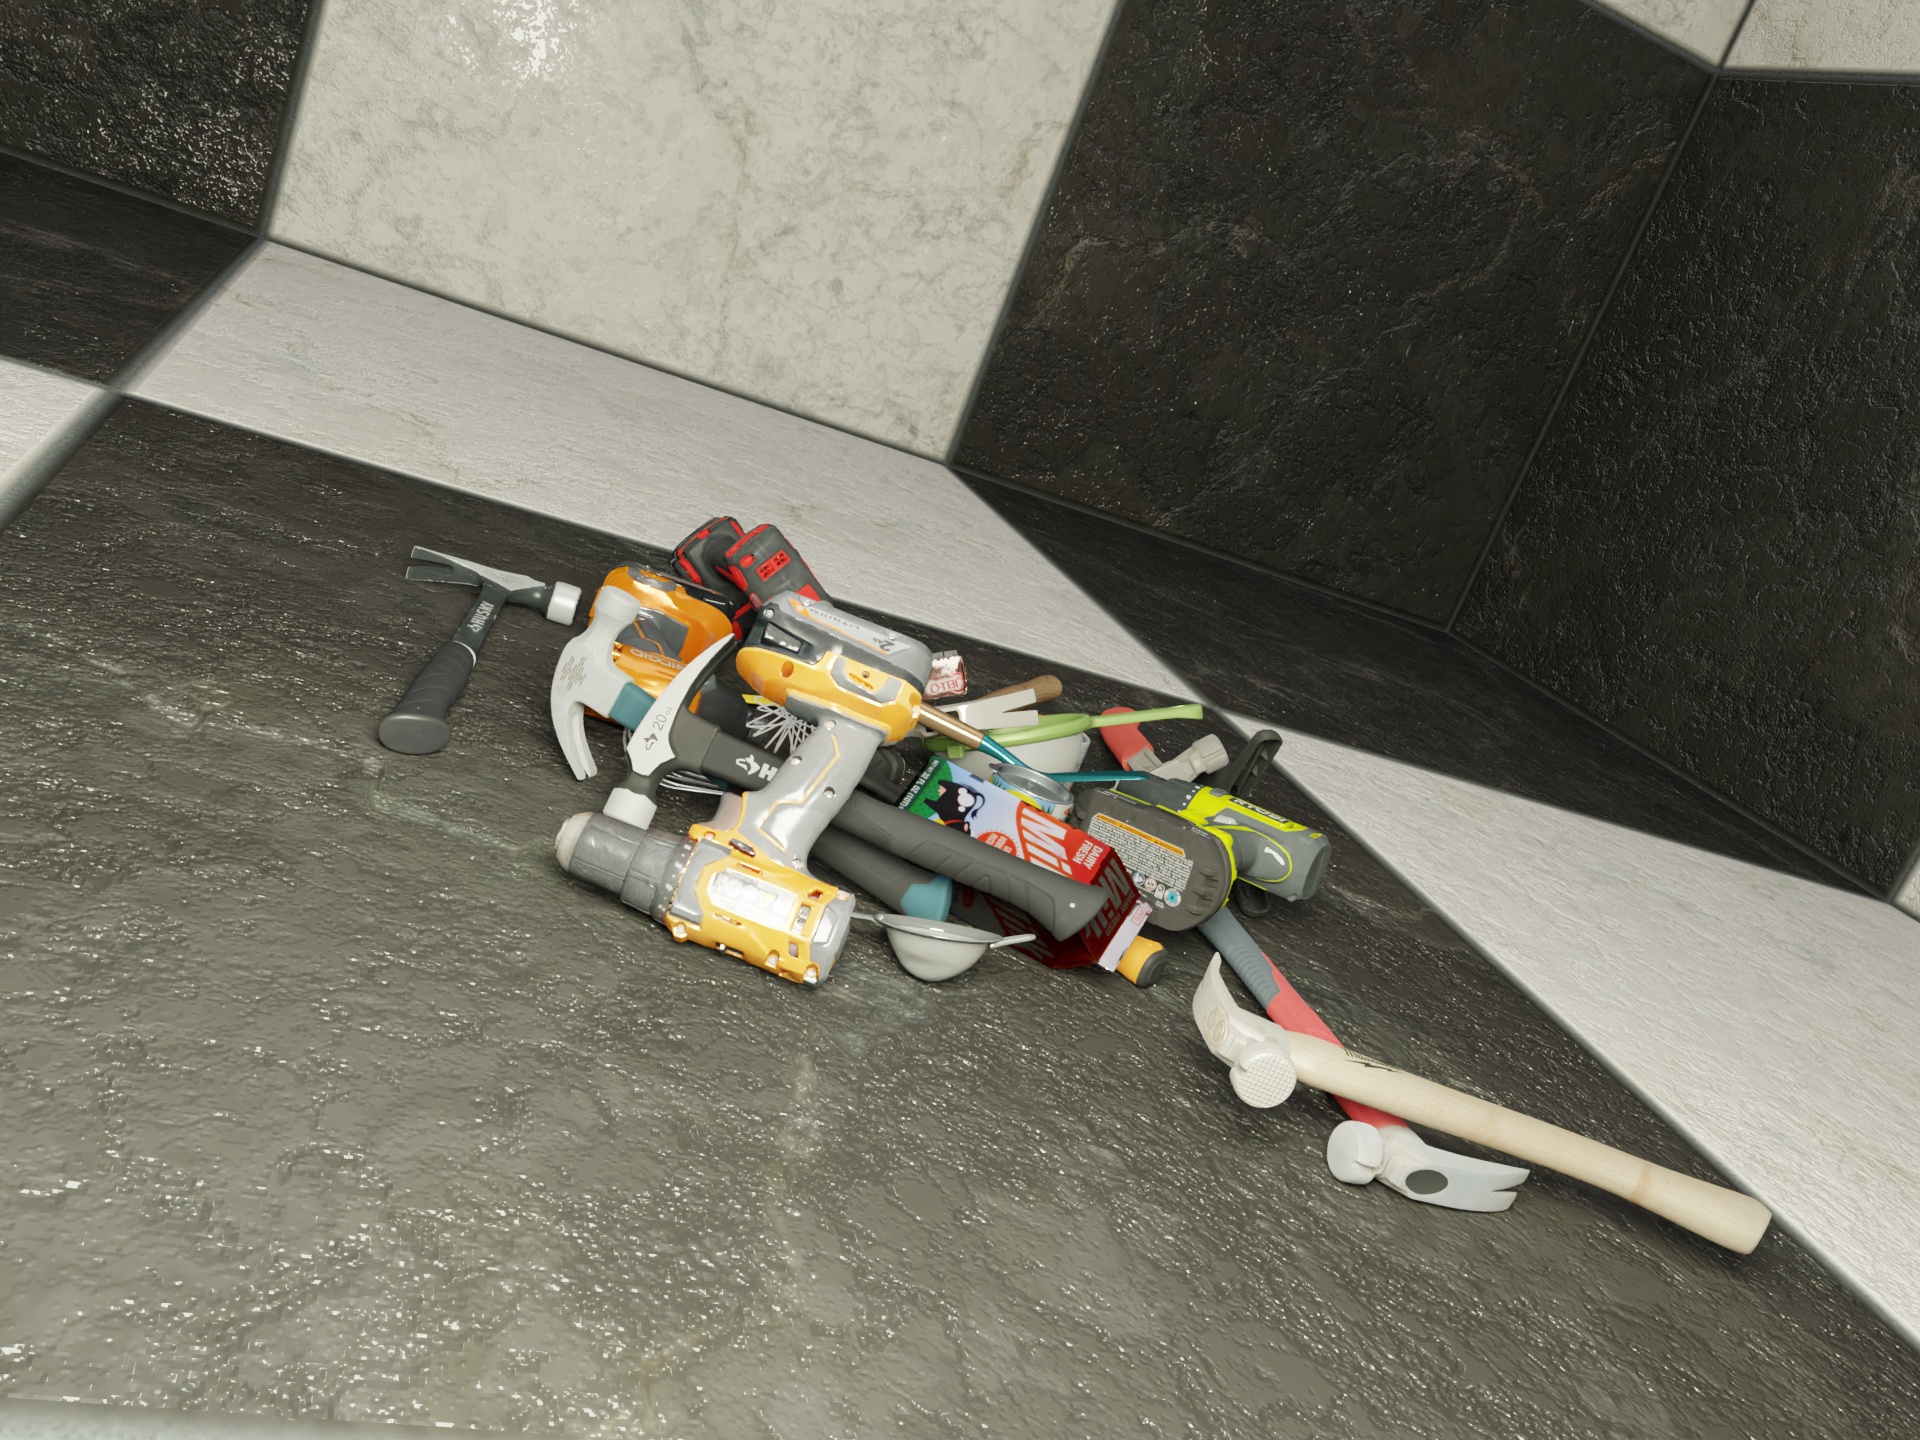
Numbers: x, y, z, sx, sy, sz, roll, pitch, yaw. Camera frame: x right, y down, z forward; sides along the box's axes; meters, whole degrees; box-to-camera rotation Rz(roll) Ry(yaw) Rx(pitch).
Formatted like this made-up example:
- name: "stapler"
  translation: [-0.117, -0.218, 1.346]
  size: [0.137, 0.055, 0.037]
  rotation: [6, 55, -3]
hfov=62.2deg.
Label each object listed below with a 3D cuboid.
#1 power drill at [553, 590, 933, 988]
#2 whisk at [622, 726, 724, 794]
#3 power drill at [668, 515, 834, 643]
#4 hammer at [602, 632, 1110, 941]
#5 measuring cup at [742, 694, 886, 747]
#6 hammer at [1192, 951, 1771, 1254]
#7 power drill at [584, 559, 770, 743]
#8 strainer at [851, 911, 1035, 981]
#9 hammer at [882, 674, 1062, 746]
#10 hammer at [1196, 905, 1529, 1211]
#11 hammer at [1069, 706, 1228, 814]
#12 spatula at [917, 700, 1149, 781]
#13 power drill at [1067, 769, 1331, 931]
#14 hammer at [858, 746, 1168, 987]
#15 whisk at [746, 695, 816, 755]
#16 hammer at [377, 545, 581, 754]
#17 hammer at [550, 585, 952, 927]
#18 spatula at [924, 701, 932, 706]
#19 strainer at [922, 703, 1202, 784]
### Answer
- name: "power drill"
  translation: [-0.131, 0.034, 0.998]
  size: [0.185, 0.226, 0.084]
  rotation: [21, -21, -1]
- name: "whisk"
  translation: [-0.136, 0.056, 1.188]
  size: [0.246, 0.059, 0.058]
  rotation: [24, 17, -8]
- name: "power drill"
  translation: [-0.183, -0.118, 1.477]
  size: [0.143, 0.078, 0.220]
  rotation: [55, -15, -23]
- name: "hammer"
  translation: [-0.058, 0.061, 1.070]
  size: [0.335, 0.146, 0.035]
  rotation: [23, -14, 2]
- name: "measuring cup"
  translation: [-0.134, 0.000, 1.425]
  size: [0.156, 0.029, 0.062]
  rotation: [8, 13, -3]
- name: "hammer"
  translation: [0.344, 0.259, 1.038]
  size: [0.410, 0.038, 0.146]
  rotation: [22, 14, -11]
- name: "power drill"
  translation: [-0.240, -0.048, 1.336]
  size: [0.164, 0.084, 0.227]
  rotation: [20, 20, -15]
- name: "strainer"
  translation: [-0.081, 0.126, 1.045]
  size: [0.258, 0.050, 0.087]
  rotation: [17, -1, 5]
- name: "hammer"
  translation: [0.037, -0.016, 1.462]
  size: [0.130, 0.031, 0.331]
  rotation: [-7, 4, 19]
- name: "hammer"
  translation: [0.258, 0.221, 1.174]
  size: [0.143, 0.038, 0.387]
  rotation: [17, 17, -21]
- name: "hammer"
  translation: [0.164, 0.035, 1.588]
  size: [0.036, 0.149, 0.359]
  rotation: [64, 2, -8]
- name: "spatula"
  translation: [-0.002, -0.004, 1.277]
  size: [0.317, 0.044, 0.082]
  rotation: [25, 3, 0]
- name: "power drill"
  translation: [0.175, 0.094, 1.283]
  size: [0.191, 0.080, 0.228]
  rotation: [24, 14, 28]
- name: "hammer"
  translation: [0.016, 0.108, 1.236]
  size: [0.337, 0.034, 0.127]
  rotation: [32, 18, 30]
- name: "whisk"
  translation: [-0.130, -0.016, 1.312]
  size: [0.070, 0.070, 0.285]
  rotation: [21, 7, -3]
- name: "hammer"
  translation: [-0.395, -0.060, 1.250]
  size: [0.149, 0.036, 0.409]
  rotation: [17, 17, -12]
- name: "hammer"
  translation: [-0.145, 0.046, 1.118]
  size: [0.331, 0.128, 0.033]
  rotation: [33, 10, 6]
- name: "spatula"
  translation: [-0.050, -0.015, 1.550]
  size: [0.316, 0.060, 0.018]
  rotation: [29, -28, 34]
- name: "strainer"
  translation: [0.097, 0.031, 1.423]
  size: [0.256, 0.069, 0.151]
  rotation: [-7, 4, -10]
